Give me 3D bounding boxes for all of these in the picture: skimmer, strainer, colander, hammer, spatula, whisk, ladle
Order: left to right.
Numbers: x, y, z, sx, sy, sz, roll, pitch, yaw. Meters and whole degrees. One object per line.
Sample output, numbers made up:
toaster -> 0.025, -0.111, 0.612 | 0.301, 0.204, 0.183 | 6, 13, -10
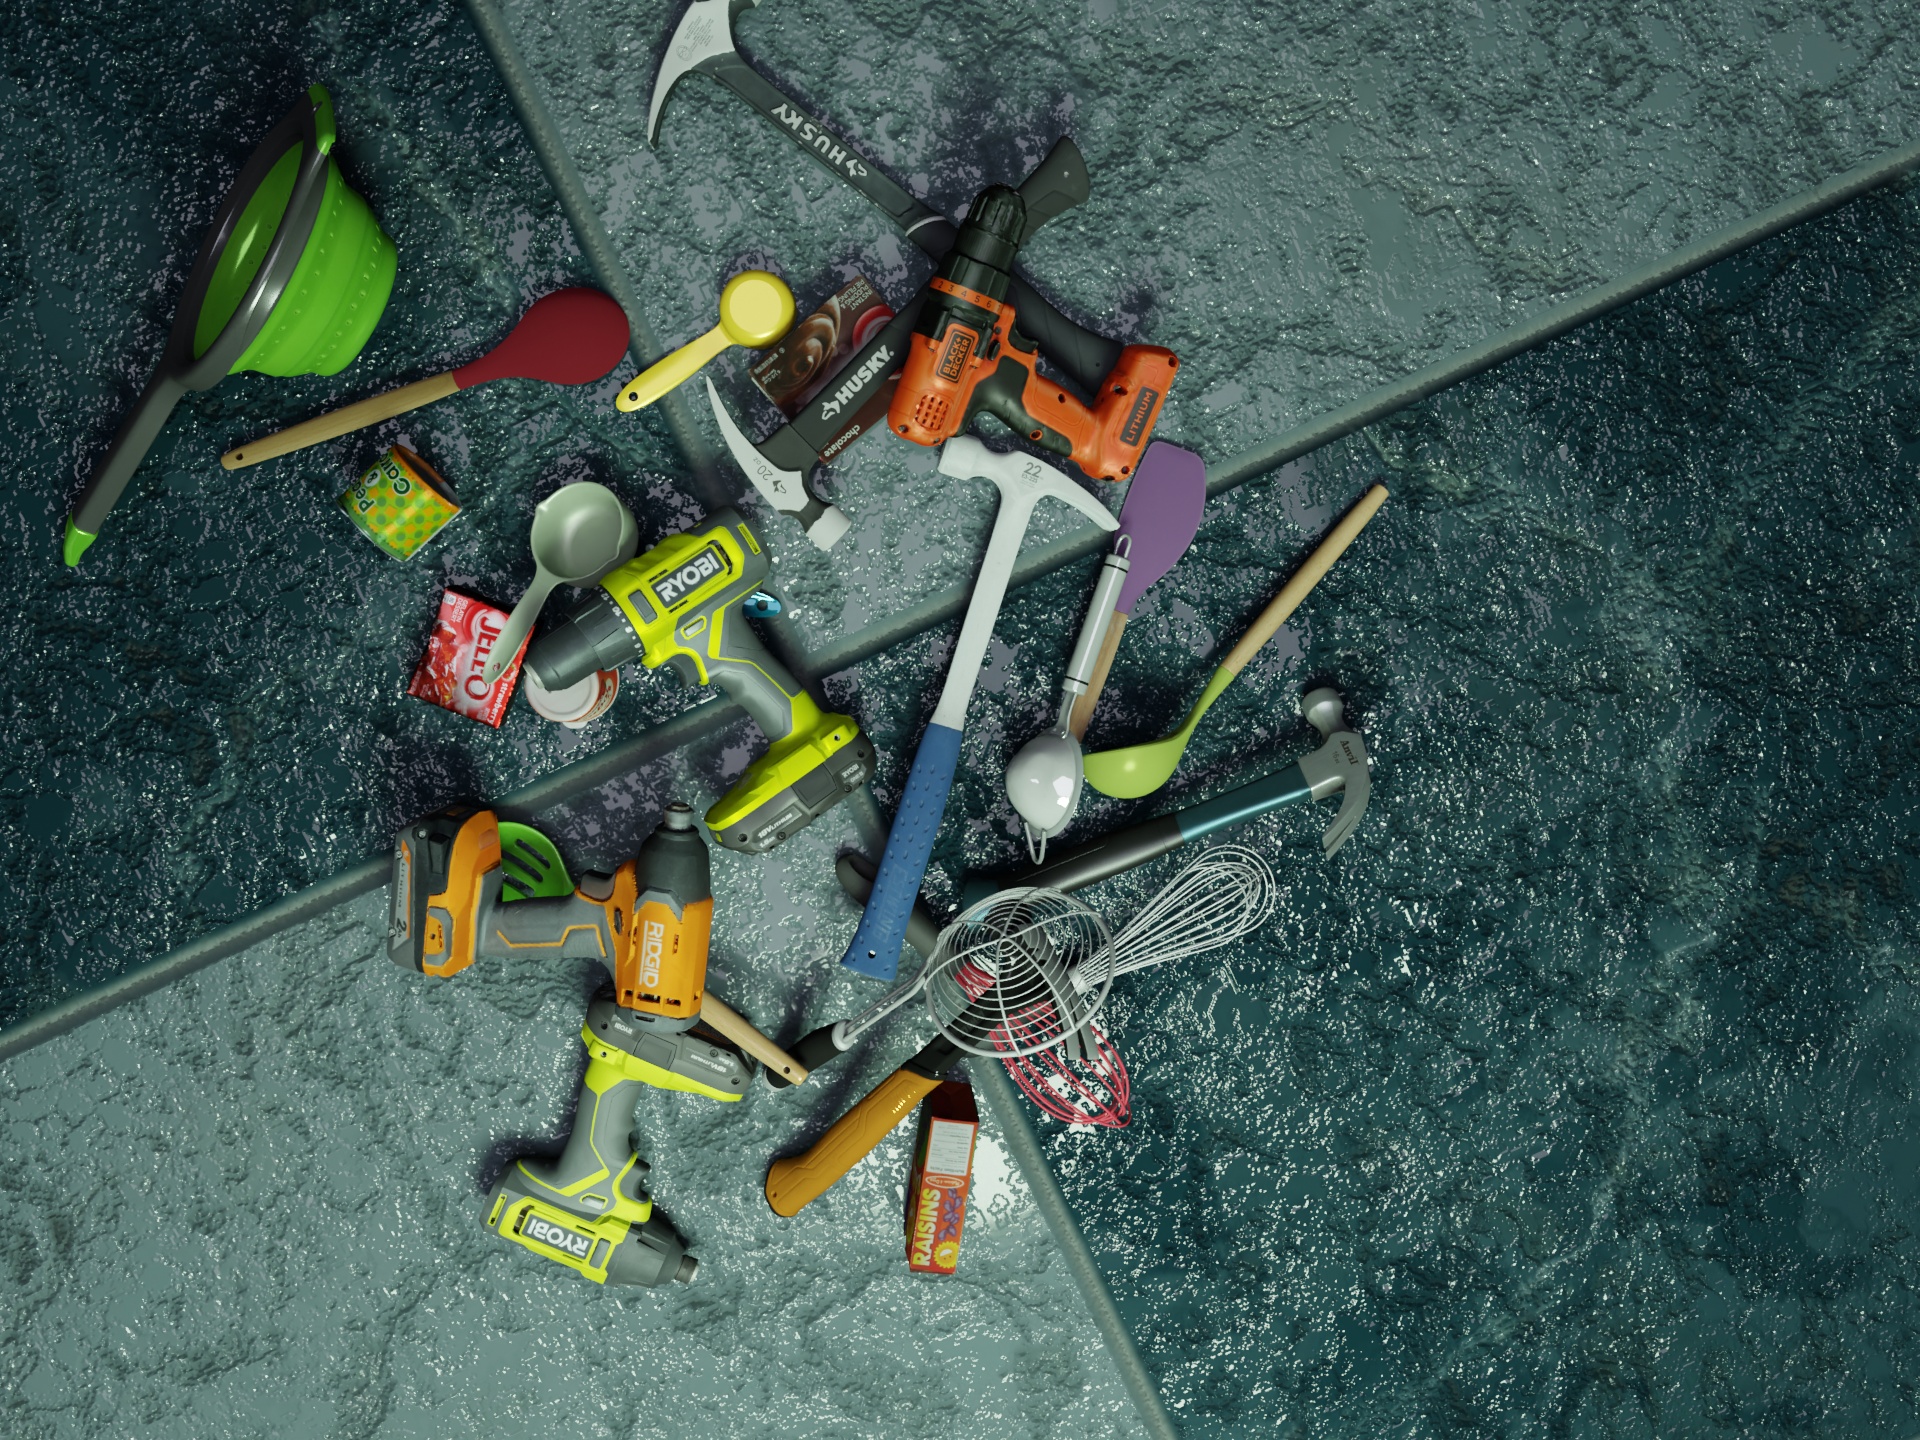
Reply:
colander -> -0.509, -0.250, 1.128 | 0.094, 0.205, 0.397 | 25, 115, -40
ladle -> -0.395, -0.243, 1.170 | 0.315, 0.031, 0.069 | -20, 98, 1
hammer -> -0.045, -0.372, 1.167 | 0.409, 0.036, 0.149 | 38, 95, -7
hammer -> -0.037, 0.280, 1.180 | 0.336, 0.034, 0.127 | -46, 56, 27
hammer -> -0.035, -0.290, 1.140 | 0.335, 0.035, 0.146 | -45, 102, 1
skimmer -> -0.031, 0.218, 1.129 | 0.090, 0.363, 0.127 | 30, 50, -17
hammer -> -0.002, -0.004, 1.189 | 0.144, 0.035, 0.405 | 18, 87, -6
whisk -> 0.016, 0.202, 1.205 | 0.296, 0.073, 0.073 | 41, 94, 11
strainer -> 0.081, -0.019, 1.199 | 0.050, 0.087, 0.258 | 19, 90, -31
whisk -> 0.116, 0.186, 1.239 | 0.284, 0.070, 0.070 | -31, 98, 6
spatula -> 0.115, -0.059, 1.224 | 0.060, 0.018, 0.316 | 21, 95, -1
hammer -> 0.154, 0.086, 1.216 | 0.331, 0.128, 0.033 | -22, 143, 7
ladle -> 0.211, -0.066, 1.212 | 0.062, 0.078, 0.320 | 41, 87, -1

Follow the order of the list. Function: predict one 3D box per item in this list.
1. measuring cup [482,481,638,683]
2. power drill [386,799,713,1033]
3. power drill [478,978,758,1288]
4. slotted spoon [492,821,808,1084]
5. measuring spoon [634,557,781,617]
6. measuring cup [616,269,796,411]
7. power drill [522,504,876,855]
measuring cup -> -0.298, -0.096, 1.173 | 0.083, 0.038, 0.167 | 31, 89, 21
power drill -> -0.288, 0.124, 1.146 | 0.226, 0.084, 0.164 | 11, 102, 8
power drill -> -0.250, 0.324, 1.228 | 0.171, 0.080, 0.223 | 24, 99, -5
slotted spoon -> -0.244, 0.178, 1.197 | 0.314, 0.031, 0.070 | 34, 97, 8
measuring spoon -> -0.200, -0.095, 1.207 | 0.128, 0.021, 0.042 | 8, 92, -13
measuring cup -> -0.190, -0.276, 1.173 | 0.156, 0.029, 0.062 | -35, 98, 0
power drill -> -0.185, -0.018, 1.161 | 0.190, 0.080, 0.228 | -36, 102, -16
